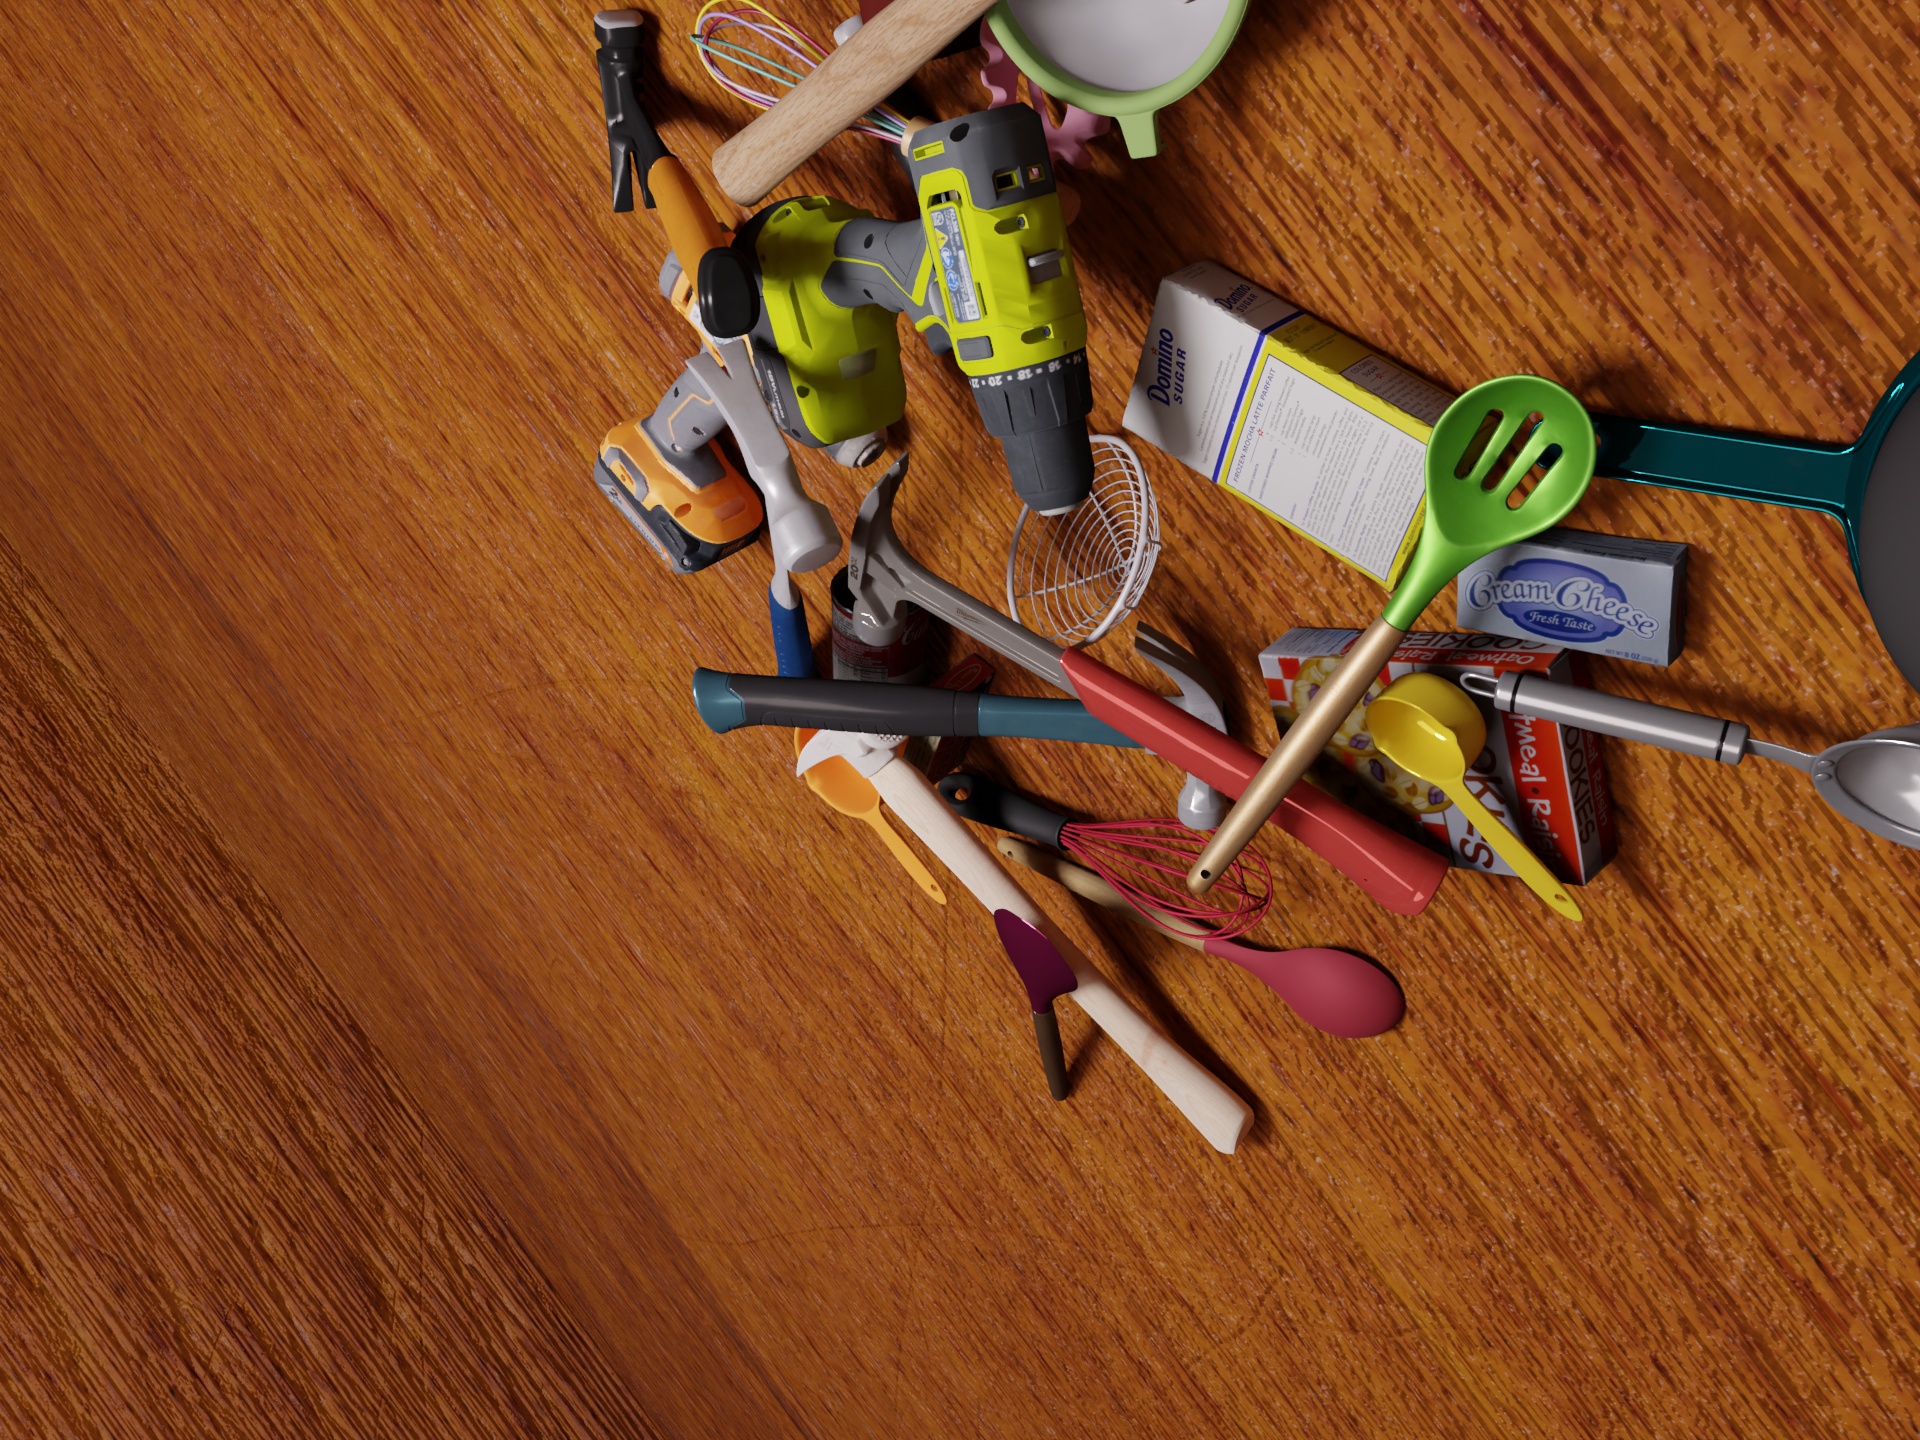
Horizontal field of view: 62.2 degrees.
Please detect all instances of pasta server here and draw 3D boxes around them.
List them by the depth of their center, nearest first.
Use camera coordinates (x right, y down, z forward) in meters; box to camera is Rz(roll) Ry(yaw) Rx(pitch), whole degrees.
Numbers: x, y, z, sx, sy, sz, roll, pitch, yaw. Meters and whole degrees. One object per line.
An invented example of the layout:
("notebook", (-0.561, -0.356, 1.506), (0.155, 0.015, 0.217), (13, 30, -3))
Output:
("pasta server", (0.008, -0.424, 0.768), (0.040, 0.060, 0.316), (-106, -1, -71))

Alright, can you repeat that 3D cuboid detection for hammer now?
("hammer", (-0.021, -0.330, 0.750), (0.331, 0.031, 0.130), (-16, 109, 49))
("hammer", (0.097, -0.009, 0.850), (0.359, 0.037, 0.149), (31, 152, 9))
("hammer", (-0.167, -0.300, 0.921), (0.337, 0.034, 0.127), (-117, 22, -47))
("hammer", (-0.002, -0.003, 0.971), (0.331, 0.033, 0.128), (4, 121, 9))
("hammer", (-0.114, -0.093, 1.021), (0.405, 0.035, 0.144), (100, 145, -73))
("hammer", (0.050, 0.149, 1.103), (0.410, 0.038, 0.146), (47, 152, -7))

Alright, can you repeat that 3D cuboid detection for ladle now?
("ladle", (0.145, 0.136, 1.057), (0.316, 0.031, 0.069), (22, 133, 38))

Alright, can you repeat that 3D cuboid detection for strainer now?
("strainer", (0.368, -0.070, 0.600), (0.341, 0.095, 0.210), (18, 130, 36))
("strainer", (0.349, 0.009, 0.699), (0.258, 0.050, 0.086), (16, 157, 28))
("strainer", (0.041, -0.391, 0.723), (0.256, 0.069, 0.151), (43, 141, 11))

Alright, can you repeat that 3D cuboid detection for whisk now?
("whisk", (-0.044, -0.323, 0.845), (0.245, 0.051, 0.047), (30, 105, 14))
("whisk", (0.086, 0.080, 1.053), (0.296, 0.073, 0.073), (18, 130, 45))

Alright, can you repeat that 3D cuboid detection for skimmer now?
("skimmer", (0.006, -0.214, 0.886), (0.127, 0.090, 0.363), (-17, 104, 54))

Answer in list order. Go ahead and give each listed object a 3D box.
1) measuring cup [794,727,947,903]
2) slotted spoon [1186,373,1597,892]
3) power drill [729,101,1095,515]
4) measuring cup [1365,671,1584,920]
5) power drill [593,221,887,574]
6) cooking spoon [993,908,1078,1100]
("measuring cup", (-0.050, 0.056, 1.185), (0.173, 0.052, 0.095), (53, 143, -1))
("slotted spoon", (0.191, -0.029, 0.760), (0.070, 0.031, 0.313), (35, 121, 8))
("power drill", (-0.020, -0.202, 0.832), (0.229, 0.080, 0.190), (11, 121, 53))
("measuring cup", (0.264, 0.037, 0.788), (0.156, 0.029, 0.062), (46, 161, -9))
("power drill", (-0.150, -0.195, 1.082), (0.185, 0.084, 0.226), (48, 138, 8))
("cooking spoon", (0.060, 0.212, 1.126), (0.069, 0.017, 0.318), (33, 158, 25))
